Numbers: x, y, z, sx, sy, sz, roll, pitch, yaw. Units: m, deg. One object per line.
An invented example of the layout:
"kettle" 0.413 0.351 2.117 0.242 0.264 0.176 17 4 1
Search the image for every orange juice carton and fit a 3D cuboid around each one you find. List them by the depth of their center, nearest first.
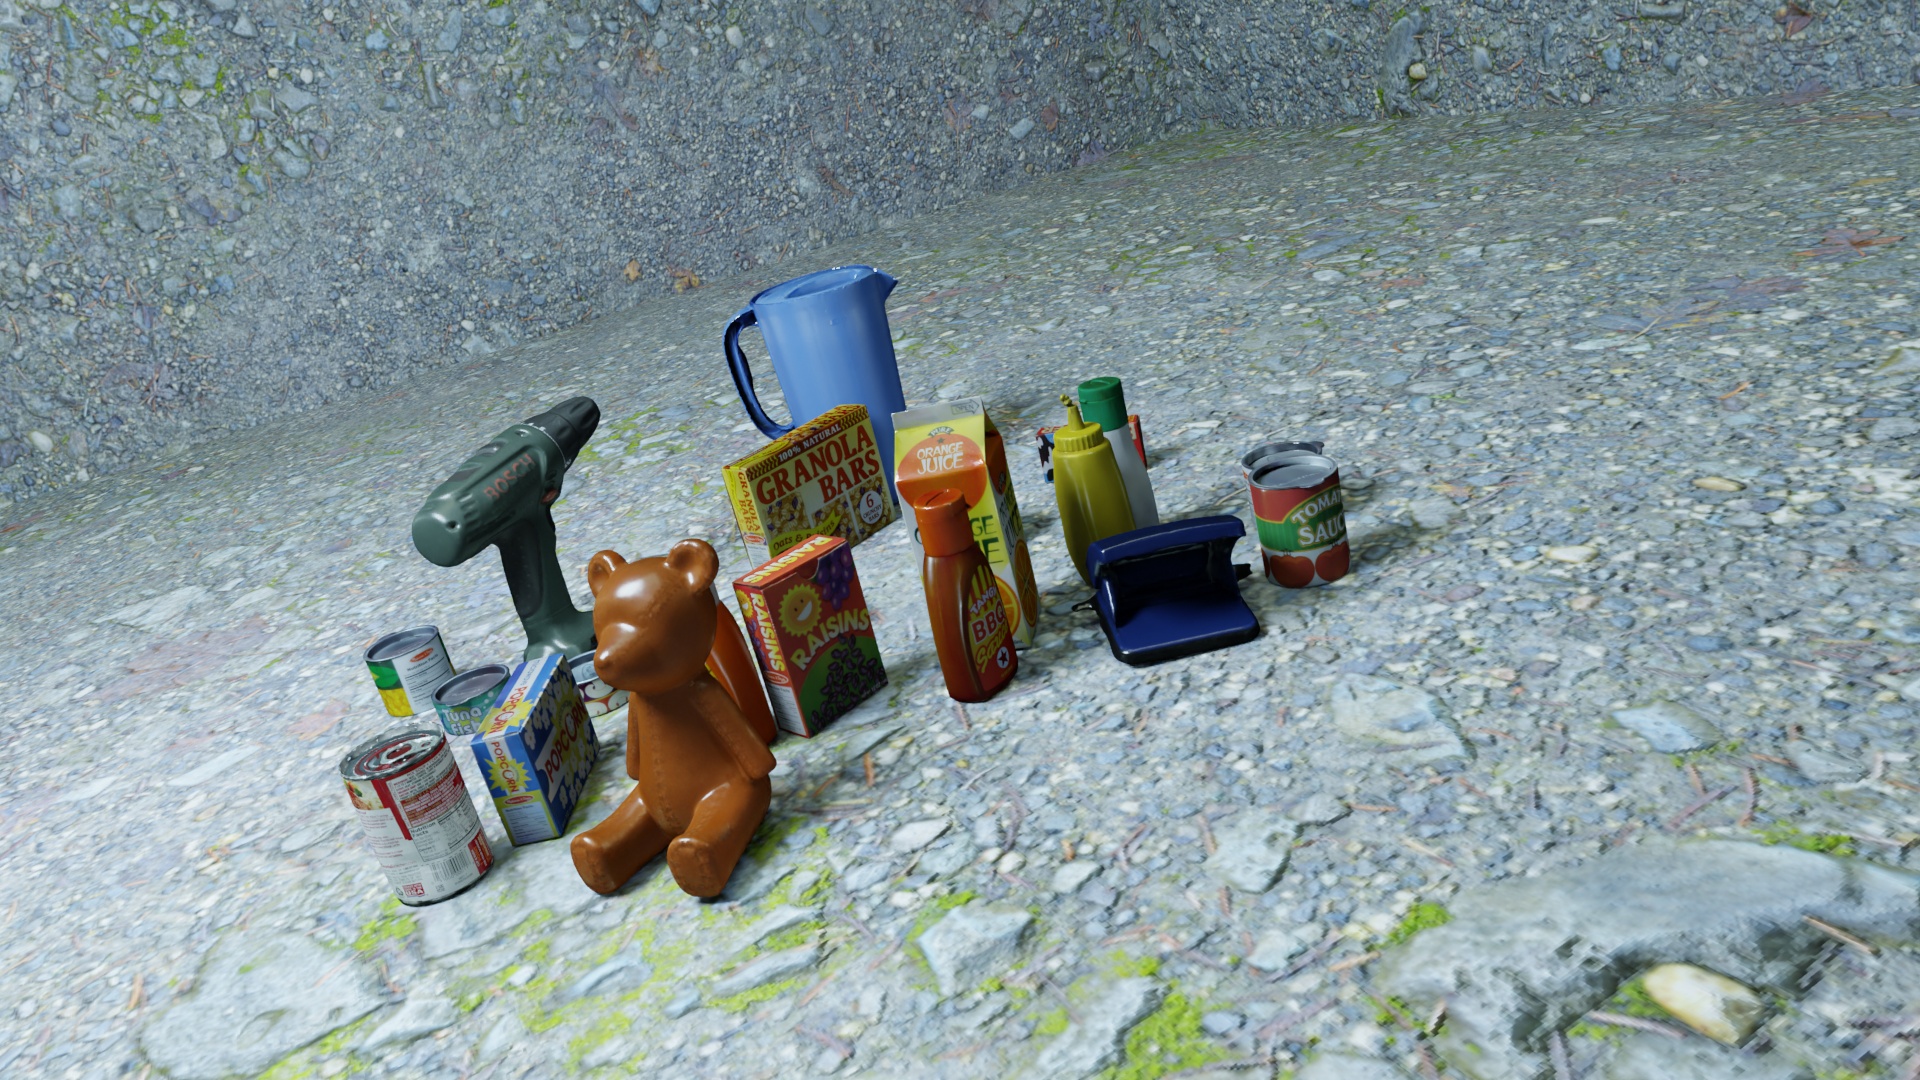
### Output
"orange juice carton" 0.004 -0.013 1.054 0.072 0.192 0.073 -9 21 14

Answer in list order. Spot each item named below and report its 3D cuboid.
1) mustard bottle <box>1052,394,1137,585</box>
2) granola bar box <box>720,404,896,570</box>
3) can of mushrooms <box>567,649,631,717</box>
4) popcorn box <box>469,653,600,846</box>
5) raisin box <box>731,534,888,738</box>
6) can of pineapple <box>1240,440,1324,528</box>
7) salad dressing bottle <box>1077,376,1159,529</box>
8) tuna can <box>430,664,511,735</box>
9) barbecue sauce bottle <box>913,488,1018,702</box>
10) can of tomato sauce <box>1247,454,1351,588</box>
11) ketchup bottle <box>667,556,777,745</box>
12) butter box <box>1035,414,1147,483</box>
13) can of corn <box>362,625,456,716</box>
"mustard bottle" 0.104 -0.042 1.109 0.049 0.159 0.065 -21 21 -19
"granola bar box" -0.142 -0.044 1.326 0.039 0.123 0.166 4 27 40
"can of mushrooms" -0.303 0.118 1.142 0.071 0.033 0.071 -12 21 5
"popcorn box" -0.301 0.146 0.993 0.038 0.085 0.127 -13 20 3
"raisin box" -0.108 0.069 1.014 0.040 0.123 0.086 7 29 45
"can of pineapple" 0.272 -0.045 1.151 0.071 0.057 0.071 -12 20 5
"salad dressing bottle" 0.130 -0.063 1.162 0.044 0.147 0.064 -23 22 -22
"tuna can" -0.407 0.135 1.167 0.071 0.032 0.071 -12 21 5
"barbecue sauce bottle" 0.001 0.037 0.988 0.043 0.148 0.065 0 24 34
"can of tomato sauce" 0.257 -0.014 1.046 0.071 0.082 0.071 -13 20 5
"ketchup bottle" -0.178 0.080 0.993 0.064 0.148 0.044 3 27 40
"butter box" 0.130 -0.090 1.368 0.103 0.053 0.024 -7 21 18
"can of corn" -0.488 0.115 1.234 0.071 0.058 0.071 -12 20 5
